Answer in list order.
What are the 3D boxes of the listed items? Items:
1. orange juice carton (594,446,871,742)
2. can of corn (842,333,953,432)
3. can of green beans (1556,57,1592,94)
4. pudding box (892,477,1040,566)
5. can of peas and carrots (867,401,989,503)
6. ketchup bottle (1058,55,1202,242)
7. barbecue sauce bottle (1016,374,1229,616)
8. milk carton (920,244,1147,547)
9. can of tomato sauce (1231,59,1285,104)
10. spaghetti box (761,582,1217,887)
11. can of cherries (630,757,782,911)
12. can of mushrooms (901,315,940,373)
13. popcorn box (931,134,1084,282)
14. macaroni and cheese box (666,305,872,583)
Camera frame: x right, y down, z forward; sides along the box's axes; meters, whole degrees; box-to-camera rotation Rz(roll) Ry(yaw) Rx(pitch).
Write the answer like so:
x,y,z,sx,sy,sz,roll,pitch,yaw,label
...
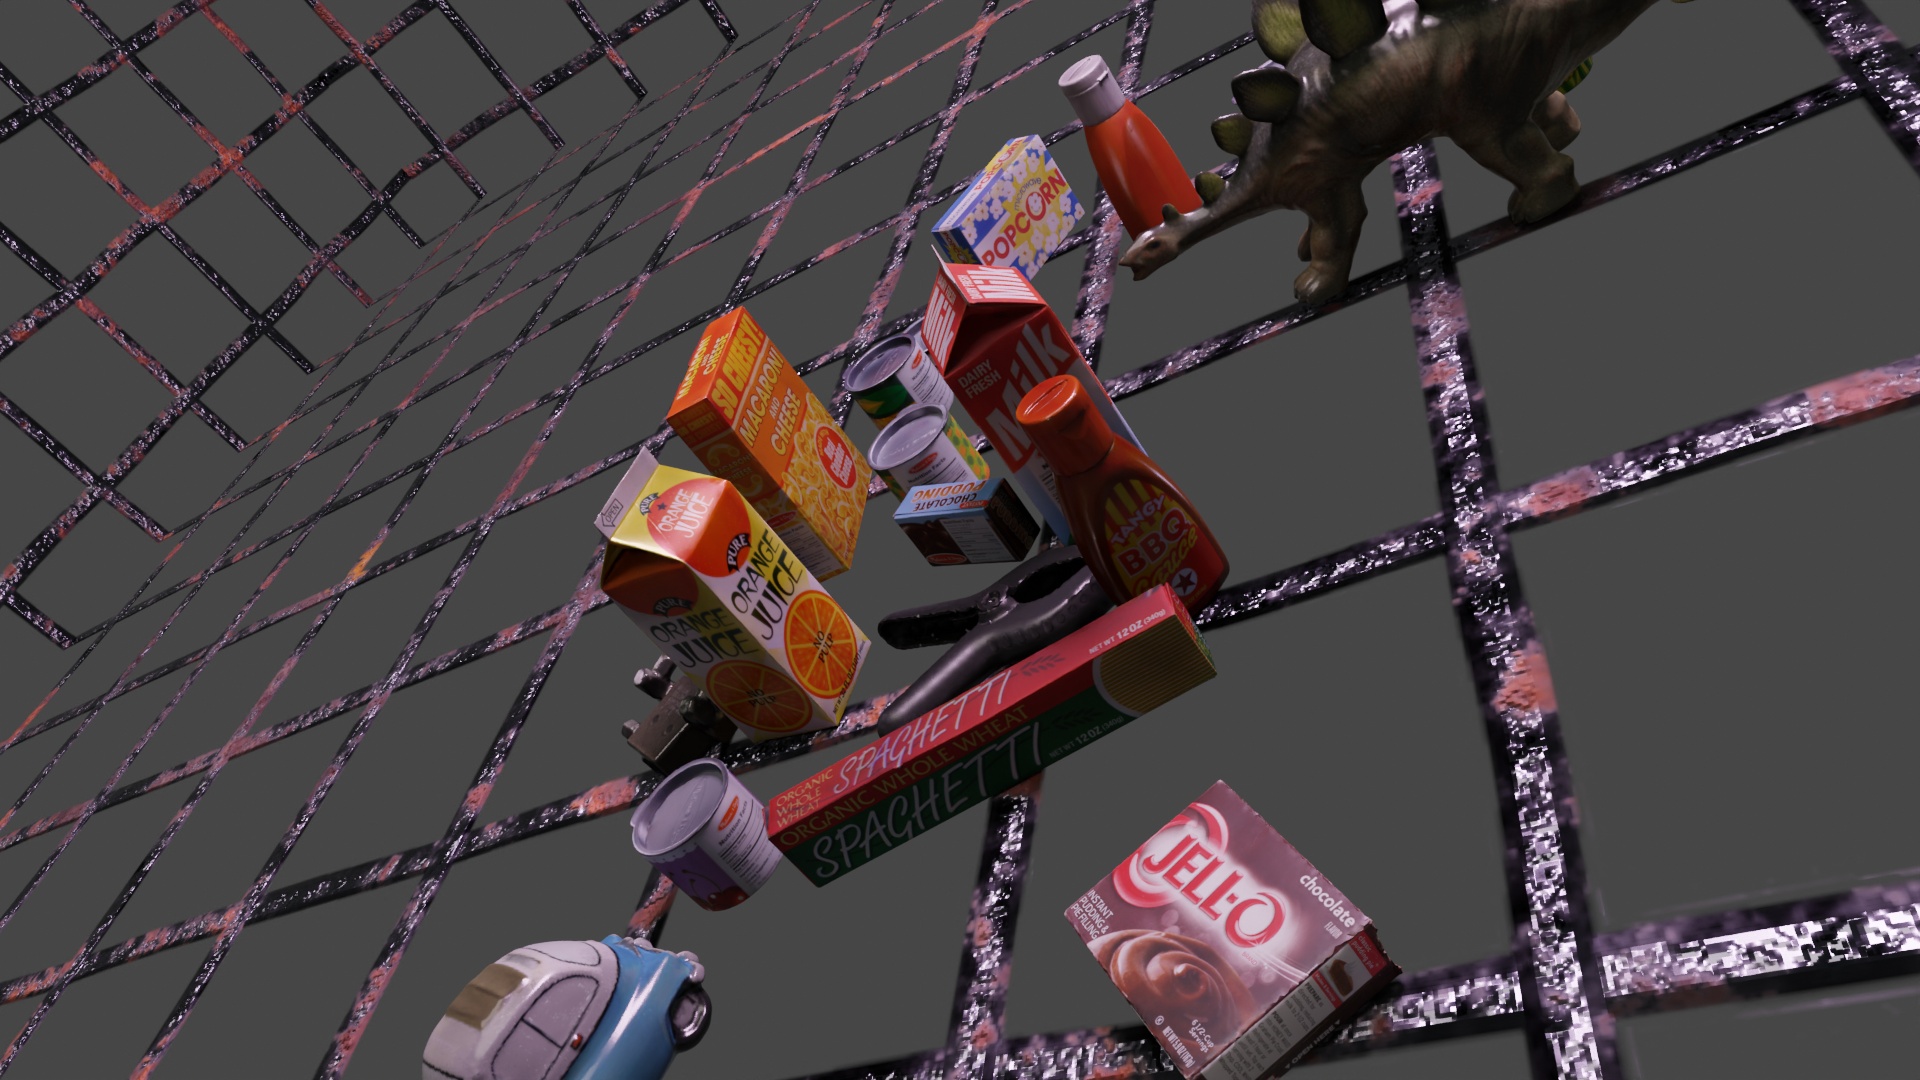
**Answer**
x,y,z,sx,sy,sz,roll,pitch,yaw,label
-0.144,0.033,0.842,0.073,0.192,0.072,-16,36,33,orange juice carton
-0.049,-0.117,1.082,0.071,0.058,0.071,-27,32,18,can of corn
0.378,-0.328,0.922,0.071,0.057,0.071,-27,32,18,can of green beans
0.003,-0.011,0.889,0.083,0.049,0.030,-5,43,43,pudding box
-0.022,-0.054,0.966,0.071,0.058,0.071,-27,32,18,can of peas and carrots
0.127,-0.293,1.048,0.043,0.148,0.065,8,52,51,ketchup bottle
0.081,-0.020,0.720,0.065,0.148,0.044,-41,30,-6,barbecue sauce bottle
0.040,-0.088,0.816,0.073,0.190,0.072,-35,30,6,milk carton
0.246,-0.300,0.998,0.071,0.083,0.071,-27,32,18,can of tomato sauce
0.012,0.105,0.720,0.250,0.050,0.029,-30,31,12,spaghetti box
-0.144,0.167,0.790,0.071,0.058,0.072,-27,32,18,can of cherries
-0.023,-0.156,1.132,0.071,0.033,0.071,-27,32,18,can of mushrooms
0.041,-0.268,1.168,0.038,0.085,0.127,4,49,49,popcorn box
-0.132,-0.067,0.993,0.040,0.166,0.124,-24,33,23,macaroni and cheese box
